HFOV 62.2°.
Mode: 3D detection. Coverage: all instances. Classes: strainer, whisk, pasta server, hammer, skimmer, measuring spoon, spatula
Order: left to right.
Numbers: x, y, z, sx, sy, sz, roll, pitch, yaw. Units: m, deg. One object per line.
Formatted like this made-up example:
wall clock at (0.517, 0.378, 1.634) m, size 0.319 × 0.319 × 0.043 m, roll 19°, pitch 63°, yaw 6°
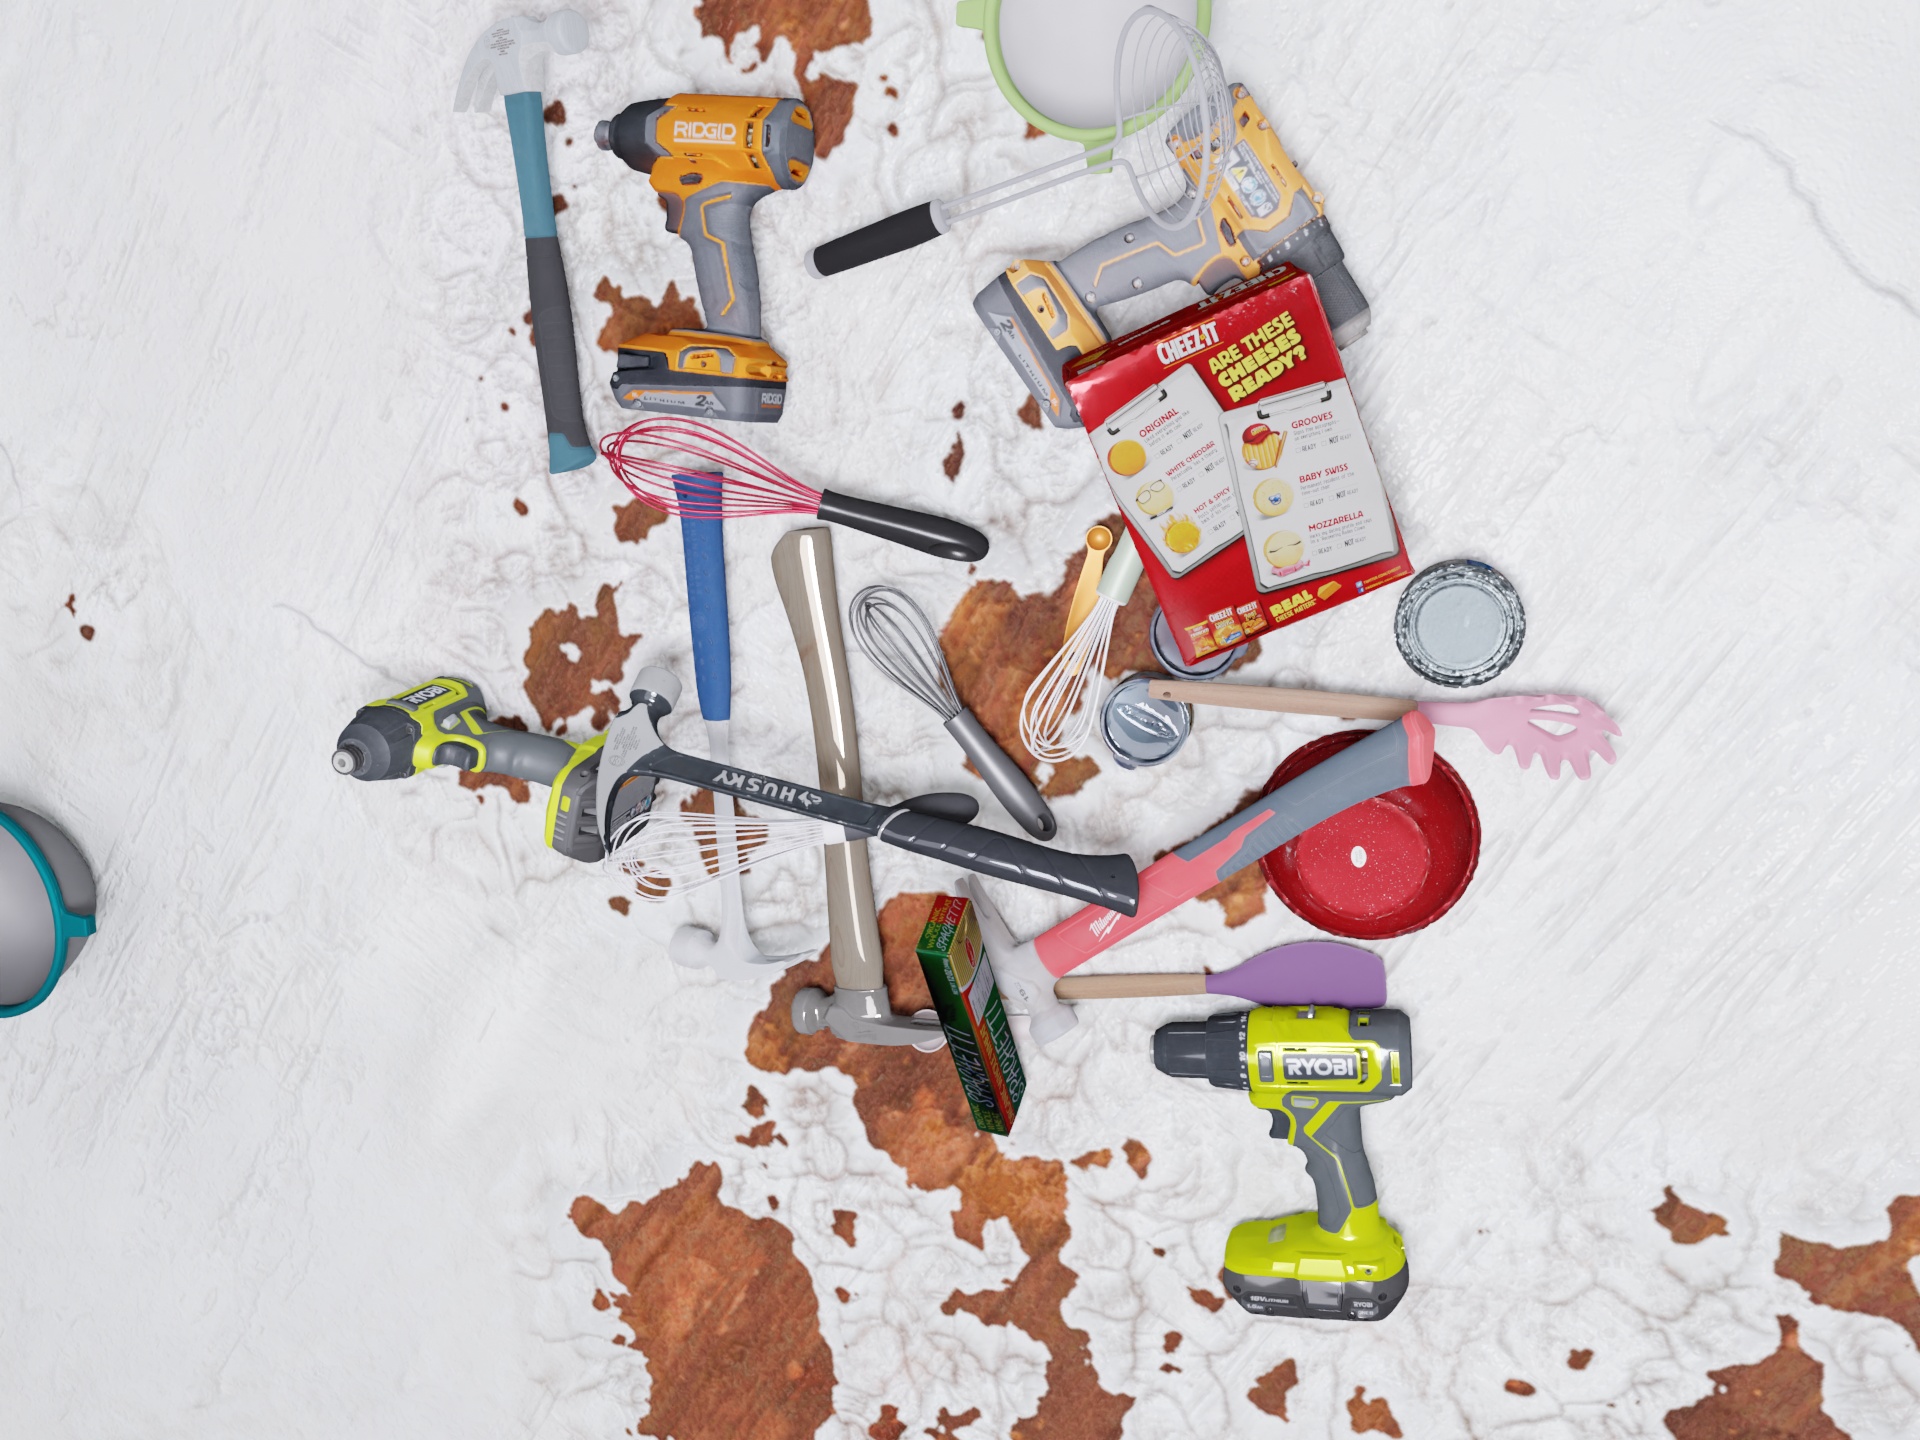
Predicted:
strainer at (-0.925, 0.201, 1.505) m, size 0.340 × 0.095 × 0.211 m, roll -42°, pitch 86°, yaw 23°
hammer at (-0.314, -0.351, 1.201) m, size 0.128 × 0.033 × 0.331 m, roll 10°, pitch 112°, yaw 35°
hammer at (-0.186, 0.010, 1.251) m, size 0.144 × 0.035 × 0.405 m, roll 5°, pitch 103°, yaw 39°
whisk at (-0.127, 0.085, 1.191) m, size 0.284 × 0.070 × 0.070 m, roll -9°, pitch 102°, yaw -2°
whisk at (-0.122, -0.165, 1.171) m, size 0.296 × 0.073 × 0.073 m, roll 15°, pitch 108°, yaw -3°
hammer at (-0.085, 0.055, 1.238) m, size 0.146 × 0.038 × 0.410 m, roll -1°, pitch 102°, yaw 26°
hammer at (-0.069, 0.074, 1.148) m, size 0.409 × 0.149 × 0.036 m, roll 15°, pitch 149°, yaw 8°
whisk at (-0.002, -0.004, 1.205) m, size 0.055 × 0.055 × 0.239 m, roll -35°, pitch 97°, yaw 21°
measuring spoon at (0.019, 0.247, 1.278) m, size 0.124 × 0.018 × 0.034 m, roll -3°, pitch 87°, yaw 11°
skimmer at (0.018, -0.345, 1.031) m, size 0.363 × 0.090 × 0.127 m, roll -8°, pitch 101°, yaw 37°
measuring spoon at (0.092, -0.088, 1.173) m, size 0.021 × 0.011 × 0.117 m, roll 10°, pitch 110°, yaw 0°
whisk at (0.105, -0.082, 1.147) m, size 0.059 × 0.057 × 0.246 m, roll 31°, pitch 104°, yaw 29°
strainer at (0.131, -0.490, 1.026) m, size 0.256 × 0.069 × 0.151 m, roll -42°, pitch 87°, yaw 22°
spatula at (0.163, 0.201, 1.218) m, size 0.316 × 0.018 × 0.059 m, roll -5°, pitch 110°, yaw 17°
hammer at (0.163, 0.091, 1.140) m, size 0.386 × 0.038 × 0.143 m, roll -36°, pitch 78°, yaw 30°
pasta server at (0.289, -0.005, 1.104) m, size 0.316 × 0.040 × 0.060 m, roll 5°, pitch 120°, yaw 9°

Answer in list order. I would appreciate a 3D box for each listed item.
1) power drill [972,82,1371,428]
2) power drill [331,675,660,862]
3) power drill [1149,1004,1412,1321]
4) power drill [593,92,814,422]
power drill at (0.146, -0.285, 1.073) m, size 0.226 × 0.084 × 0.185 m, roll -34°, pitch 94°, yaw 17°
power drill at (-0.365, 0.035, 1.256) m, size 0.223 × 0.171 × 0.080 m, roll 16°, pitch 108°, yaw 9°
power drill at (0.245, 0.324, 1.196) m, size 0.190 × 0.080 × 0.228 m, roll -3°, pitch 100°, yaw 17°
power drill at (-0.196, -0.338, 1.160) m, size 0.164 × 0.084 × 0.226 m, roll 9°, pitch 102°, yaw 16°
